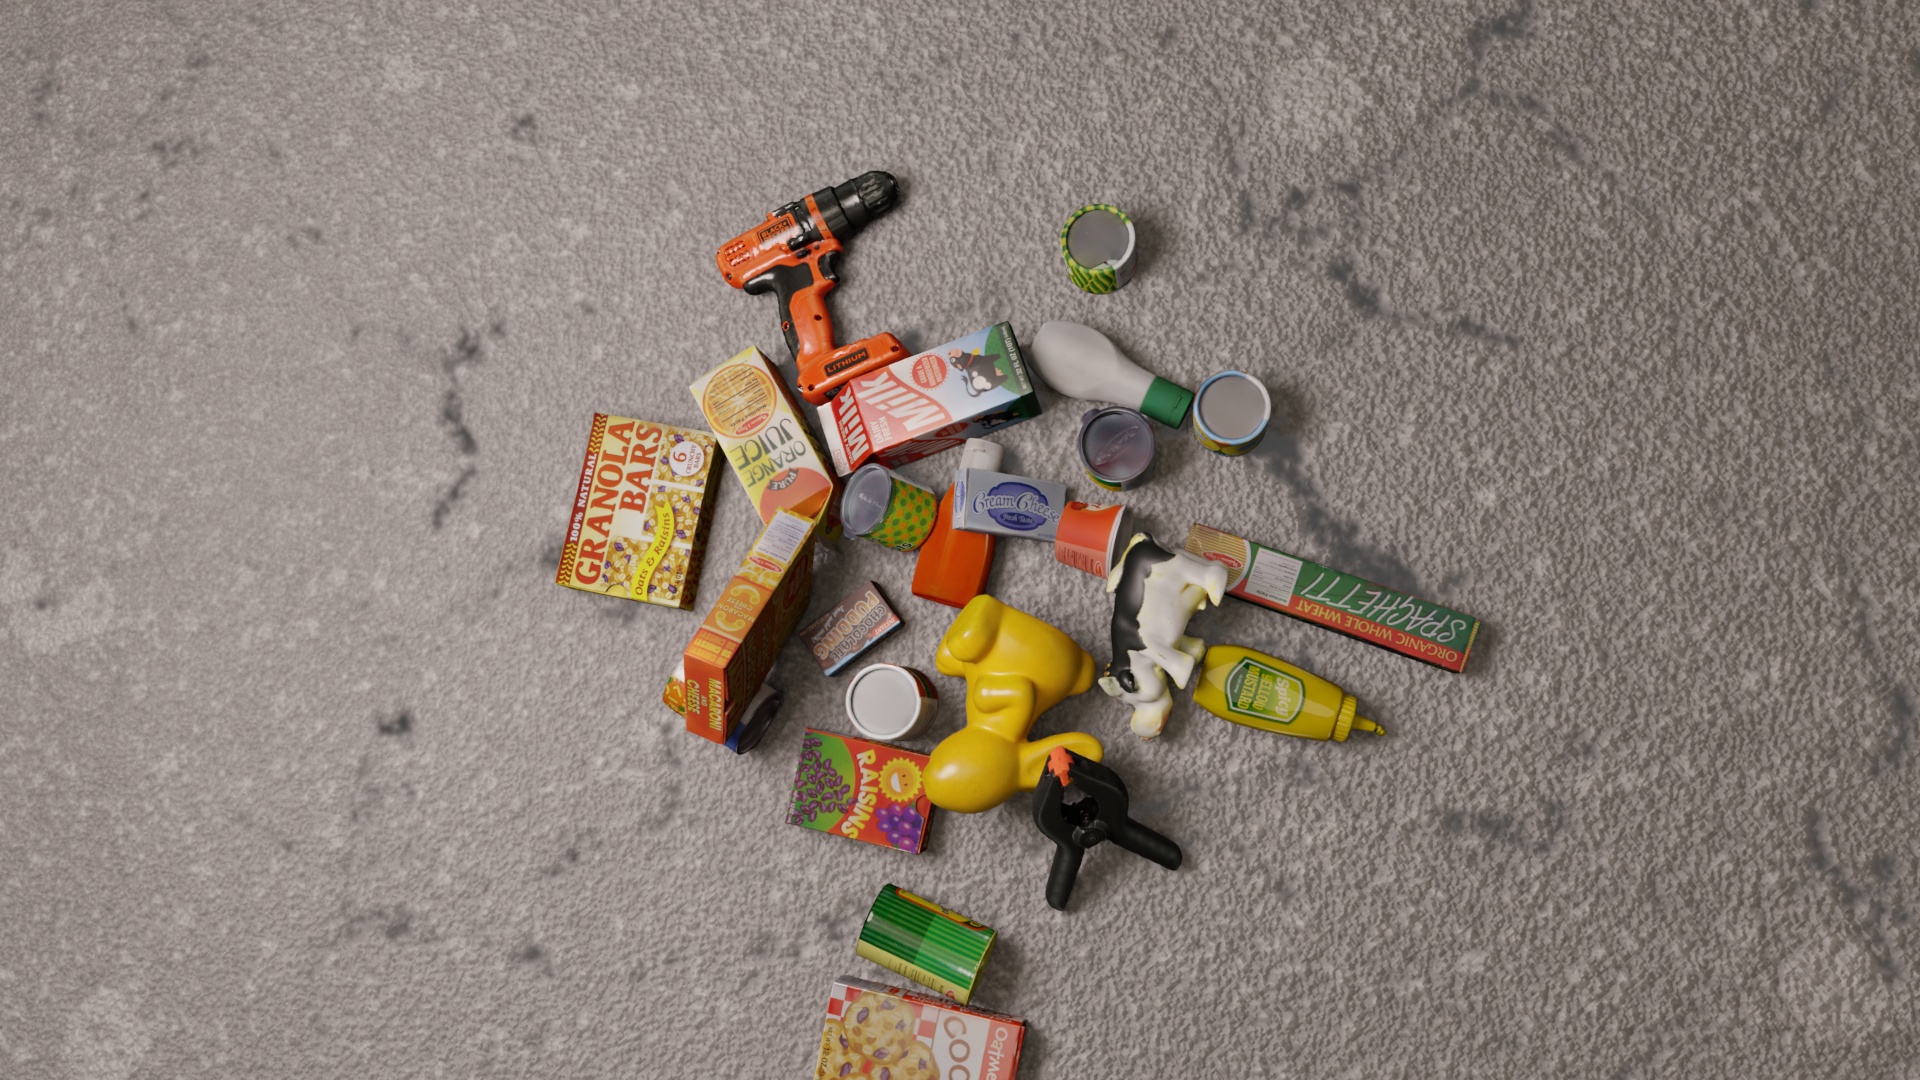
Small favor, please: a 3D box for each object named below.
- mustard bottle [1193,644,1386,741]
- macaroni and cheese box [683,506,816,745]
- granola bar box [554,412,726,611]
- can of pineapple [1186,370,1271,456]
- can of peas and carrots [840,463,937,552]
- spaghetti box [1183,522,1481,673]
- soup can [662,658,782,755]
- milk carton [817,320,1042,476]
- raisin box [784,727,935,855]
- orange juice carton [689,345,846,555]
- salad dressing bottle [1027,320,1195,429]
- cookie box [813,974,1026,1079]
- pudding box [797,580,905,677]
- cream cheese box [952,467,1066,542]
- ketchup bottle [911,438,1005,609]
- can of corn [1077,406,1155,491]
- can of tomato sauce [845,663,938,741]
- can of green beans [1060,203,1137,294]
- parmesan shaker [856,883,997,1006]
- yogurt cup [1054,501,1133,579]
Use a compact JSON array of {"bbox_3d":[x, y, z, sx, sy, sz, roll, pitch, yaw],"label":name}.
[{"bbox_3d":[0.279,0.134,1.165,0.160,0.049,0.065,16,88,11],"label":"mustard bottle"},{"bbox_3d":[-0.175,0.072,1.169,0.040,0.123,0.167,21,52,7],"label":"macaroni and cheese box"},{"bbox_3d":[-0.293,-0.027,1.282,0.124,0.039,0.165,10,83,10],"label":"granola bar box"},{"bbox_3d":[0.233,-0.109,1.203,0.071,0.058,0.071,-1,82,9],"label":"can of pineapple"},{"bbox_3d":[-0.064,-0.026,1.223,0.070,0.059,0.071,-21,59,41],"label":"can of peas and carrots"},{"bbox_3d":[0.310,0.049,1.183,0.250,0.028,0.050,20,85,11],"label":"spaghetti box"},{"bbox_3d":[-0.211,0.142,1.233,0.084,0.071,0.071,31,88,13],"label":"soup can"},{"bbox_3d":[-0.031,-0.120,1.237,0.190,0.073,0.072,-19,77,6],"label":"milk carton"},{"bbox_3d":[-0.082,0.218,1.214,0.123,0.040,0.086,12,83,9],"label":"raisin box"},{"bbox_3d":[-0.161,-0.071,1.251,0.073,0.071,0.193,-31,78,4],"label":"orange juice carton"},{"bbox_3d":[0.134,-0.145,1.232,0.148,0.044,0.064,27,85,10],"label":"salad dressing bottle"},{"bbox_3d":[-0.037,0.450,1.172,0.167,0.040,0.123,10,83,10],"label":"cookie box"},{"bbox_3d":[-0.097,0.079,1.241,0.083,0.030,0.050,-36,79,2],"label":"pudding box"},{"bbox_3d":[0.043,-0.030,1.209,0.104,0.024,0.053,8,81,-29],"label":"cream cheese box"},{"bbox_3d":[0.004,-0.015,1.232,0.065,0.043,0.149,13,84,17],"label":"ketchup bottle"},{"bbox_3d":[0.136,-0.081,1.214,0.071,0.058,0.071,-1,82,9],"label":"can of corn"},{"bbox_3d":[-0.060,0.139,1.199,0.071,0.083,0.071,-1,82,9],"label":"can of tomato sauce"},{"bbox_3d":[0.124,-0.260,1.242,0.071,0.058,0.071,-1,82,9],"label":"can of green beans"},{"bbox_3d":[-0.028,0.339,1.172,0.103,0.071,0.071,22,86,11],"label":"parmesan shaker"},{"bbox_3d":[0.115,-0.002,1.204,0.054,0.072,0.072,13,84,18],"label":"yogurt cup"}]
